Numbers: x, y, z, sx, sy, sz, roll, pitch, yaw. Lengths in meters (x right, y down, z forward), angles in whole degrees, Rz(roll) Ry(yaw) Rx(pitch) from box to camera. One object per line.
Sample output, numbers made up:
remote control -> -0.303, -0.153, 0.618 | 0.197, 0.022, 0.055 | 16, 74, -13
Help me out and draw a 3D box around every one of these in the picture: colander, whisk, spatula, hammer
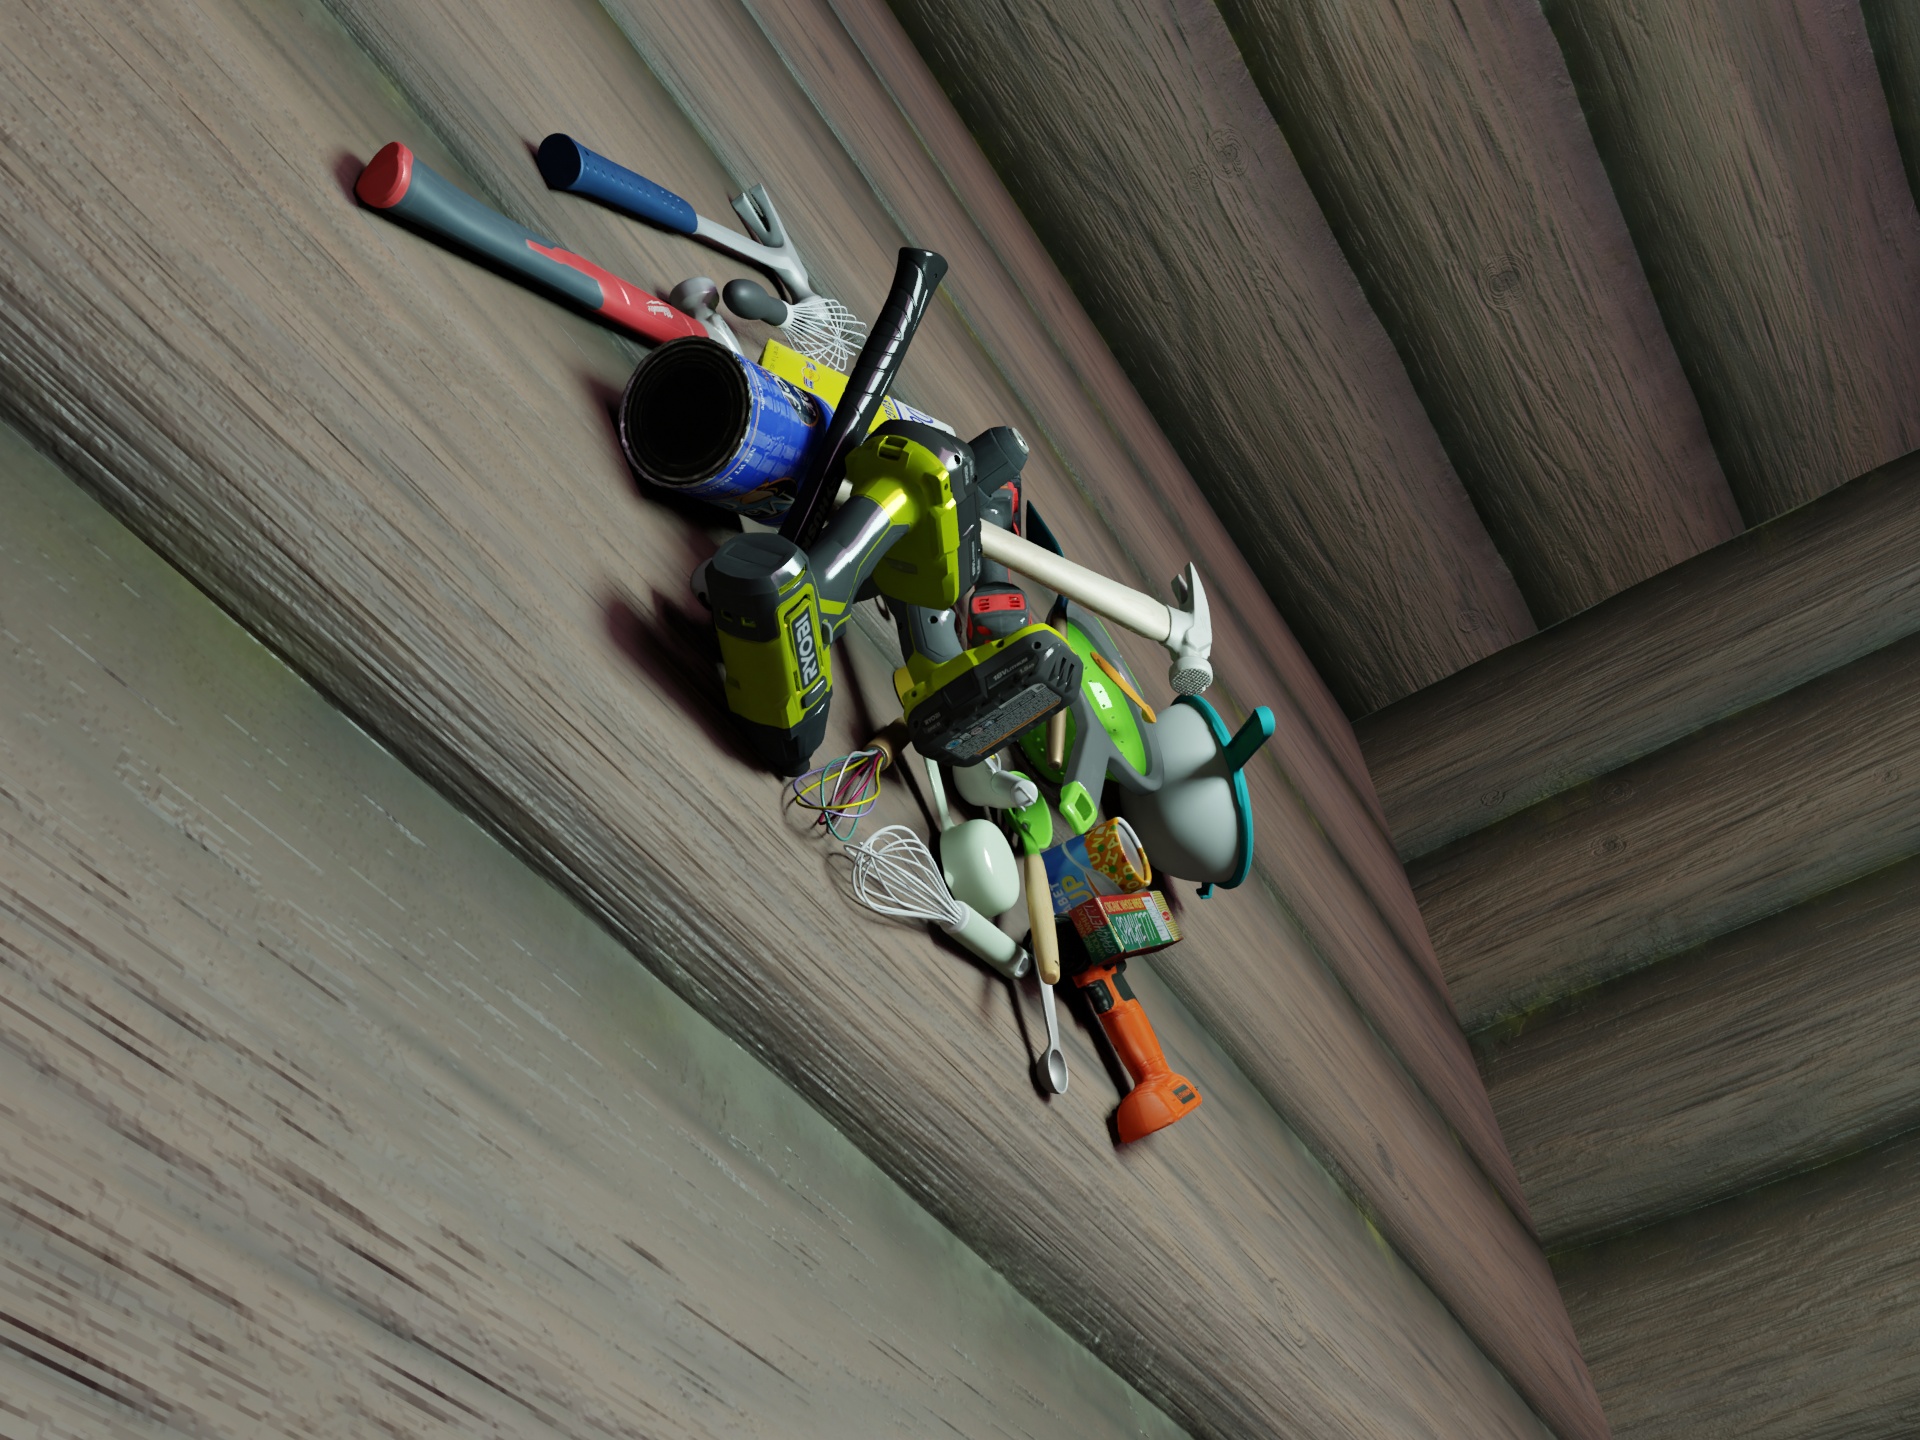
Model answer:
colander -> 0.094, 0.023, 1.463 | 0.204, 0.094, 0.397 | 57, 20, -13
whisk -> -0.009, 0.136, 1.119 | 0.058, 0.059, 0.246 | -63, 143, -13
spatula -> 0.076, -0.072, 1.411 | 0.318, 0.044, 0.082 | -85, 175, -46
hammer -> -0.251, -0.283, 1.072 | 0.143, 0.038, 0.386 | 68, 19, 11
whisk -> -0.146, -0.342, 1.358 | 0.070, 0.070, 0.284 | 62, 14, 1
hammer -> 0.044, -0.153, 1.385 | 0.410, 0.038, 0.146 | 22, 44, -21
hammer -> -0.080, -0.189, 1.097 | 0.335, 0.035, 0.146 | -68, 155, -19
whisk -> -0.062, 0.033, 1.120 | 0.051, 0.047, 0.245 | 59, 15, -5
hammer -> -0.227, -0.423, 1.336 | 0.144, 0.035, 0.405 | 64, 19, 5

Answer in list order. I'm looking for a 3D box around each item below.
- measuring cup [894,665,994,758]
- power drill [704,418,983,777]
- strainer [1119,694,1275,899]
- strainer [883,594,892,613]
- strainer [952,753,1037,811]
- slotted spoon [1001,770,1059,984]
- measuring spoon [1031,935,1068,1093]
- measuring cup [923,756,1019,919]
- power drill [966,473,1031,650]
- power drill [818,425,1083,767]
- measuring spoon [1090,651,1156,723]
measuring cup -> -0.002, -0.004, 1.347 | 0.156, 0.029, 0.062 | 35, 32, -50
power drill -> -0.074, -0.082, 1.035 | 0.223, 0.080, 0.171 | -50, 147, -39
strainer -> 0.227, 0.061, 1.604 | 0.340, 0.095, 0.211 | 108, -32, -70
strainer -> -0.069, -0.208, 1.396 | 0.151, 0.069, 0.257 | 32, 33, -56
strainer -> 0.029, 0.048, 1.237 | 0.087, 0.050, 0.258 | 52, -5, -6
slotted spoon -> 0.058, 0.123, 1.267 | 0.070, 0.031, 0.314 | 49, 13, -18
measuring spoon -> 0.060, 0.218, 1.190 | 0.034, 0.018, 0.124 | 33, 44, -57
measuring cup -> 0.004, 0.069, 1.215 | 0.083, 0.038, 0.167 | 2, 71, -72
power drill -> 0.029, -0.120, 1.485 | 0.143, 0.078, 0.220 | 86, -2, -51
power drill -> 0.000, -0.099, 1.201 | 0.080, 0.190, 0.229 | 31, 30, -59
measuring spoon -> 0.155, -0.031, 1.537 | 0.116, 0.011, 0.021 | 42, 28, -37
